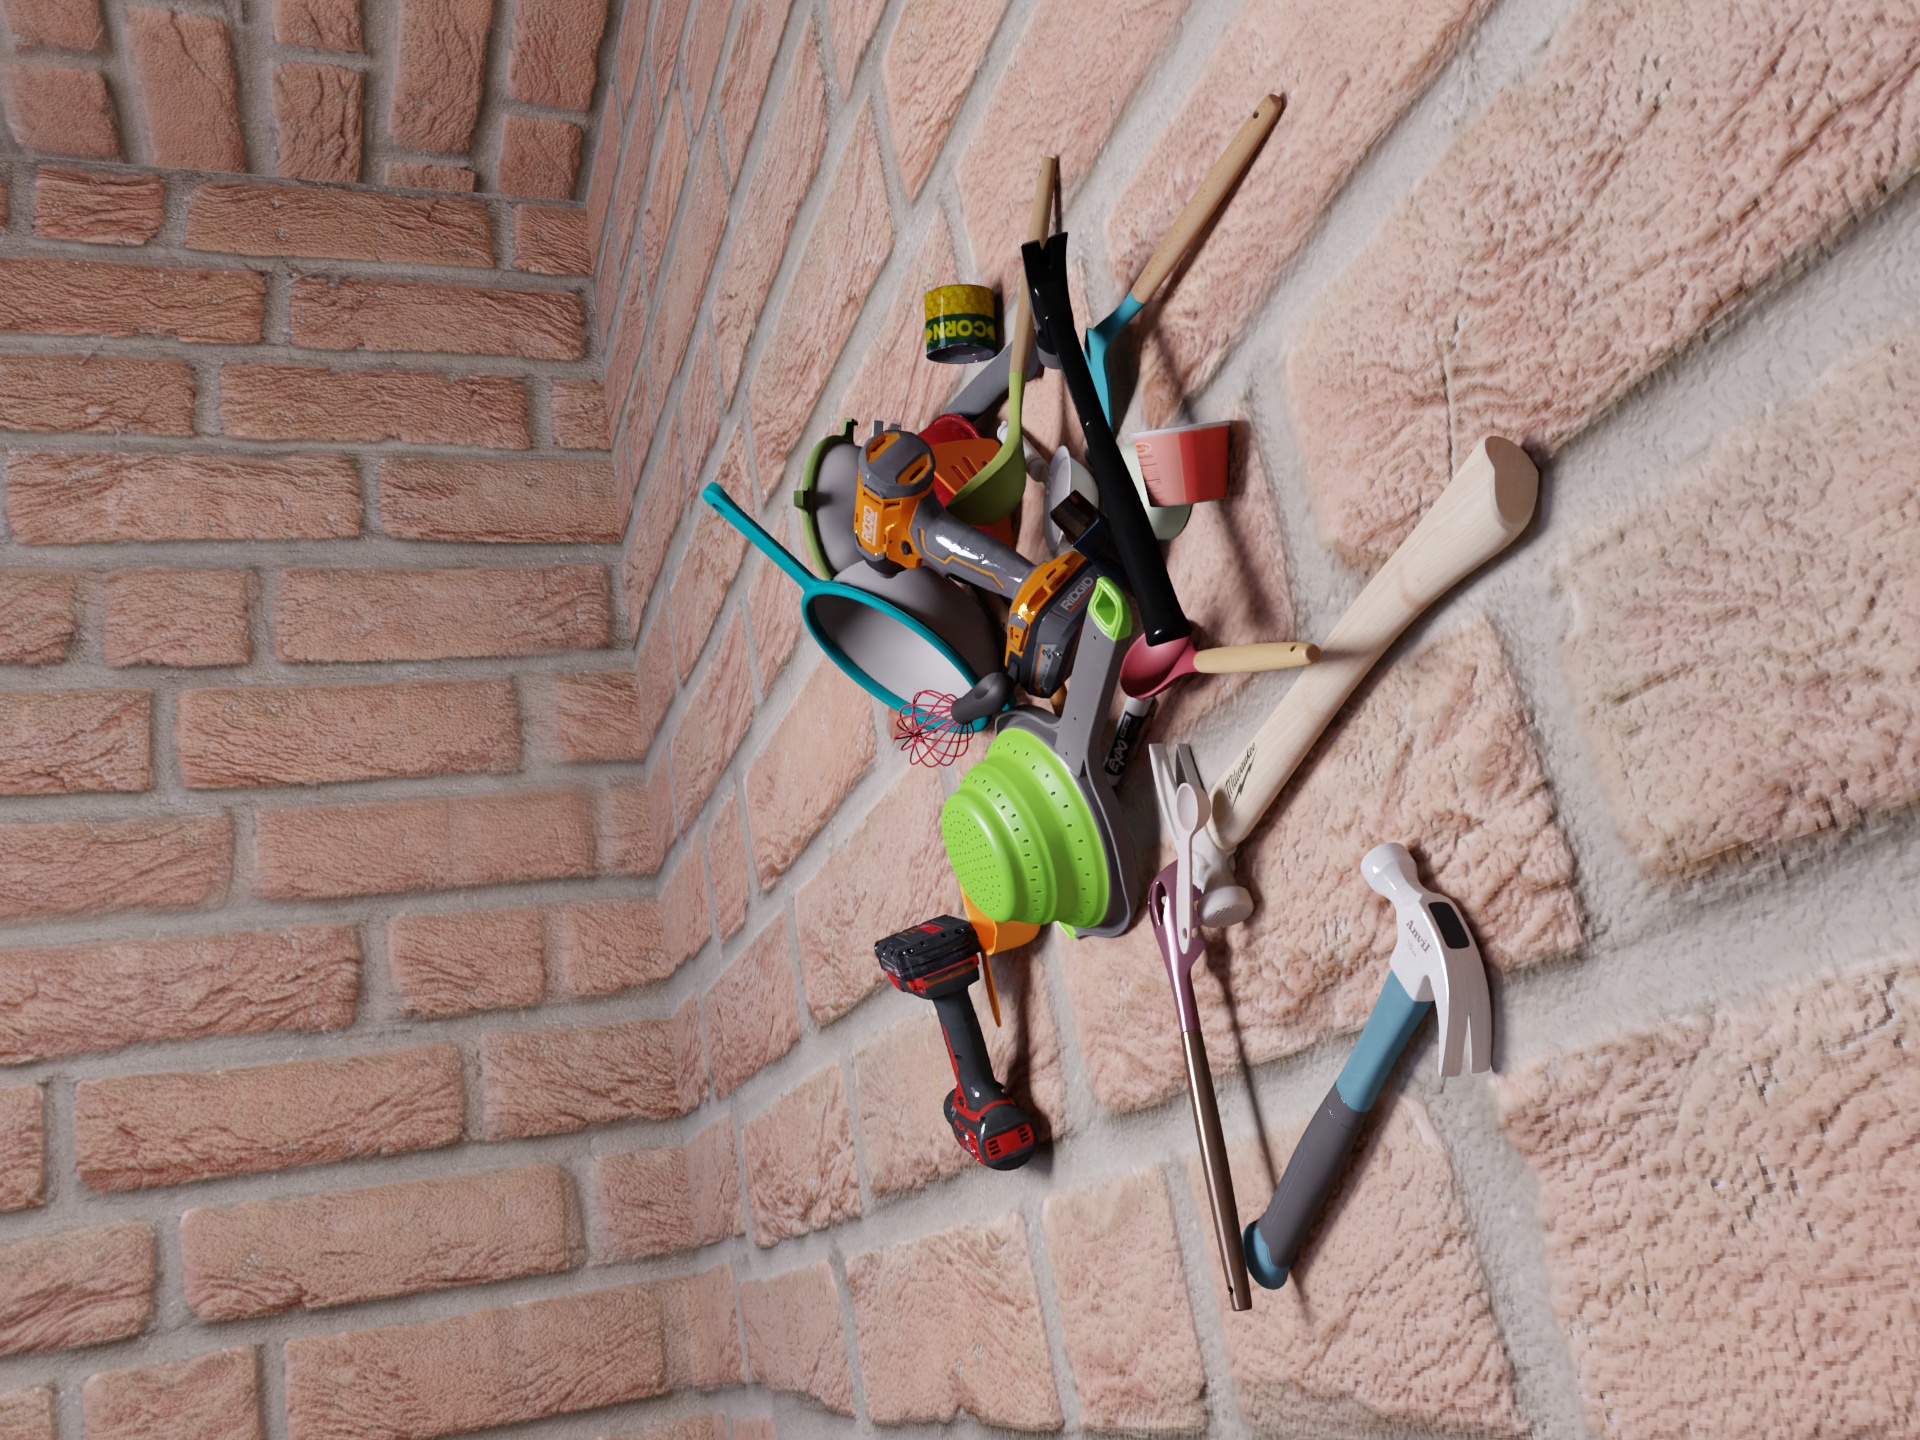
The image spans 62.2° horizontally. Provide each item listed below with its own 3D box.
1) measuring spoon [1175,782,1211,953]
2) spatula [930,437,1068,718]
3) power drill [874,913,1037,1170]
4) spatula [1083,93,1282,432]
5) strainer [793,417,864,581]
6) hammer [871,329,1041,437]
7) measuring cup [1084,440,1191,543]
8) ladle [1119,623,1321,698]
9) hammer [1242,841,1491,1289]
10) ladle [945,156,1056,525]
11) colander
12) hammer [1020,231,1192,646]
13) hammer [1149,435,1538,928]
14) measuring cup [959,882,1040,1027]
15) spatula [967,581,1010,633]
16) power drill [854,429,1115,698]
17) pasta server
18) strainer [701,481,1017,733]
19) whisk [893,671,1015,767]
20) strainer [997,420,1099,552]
[{"bbox_3d":[0.160,0.102,1.089,0.034,0.018,0.124,-138,45,-66],"label":"measuring spoon"},{"bbox_3d":[0.050,-0.106,1.369,0.041,0.081,0.323,-43,63,62],"label":"spatula"},{"bbox_3d":[-0.005,0.303,1.498,0.188,0.080,0.226,168,83,-76],"label":"power drill"},{"bbox_3d":[0.152,-0.328,1.160,0.317,0.044,0.082,-51,46,53],"label":"spatula"},{"bbox_3d":[-0.078,-0.165,1.587,0.152,0.069,0.256,-65,-36,-45],"label":"strainer"},{"bbox_3d":[-0.016,-0.287,1.560,0.409,0.036,0.149,153,122,-64],"label":"hammer"},{"bbox_3d":[0.121,-0.188,1.222,0.168,0.038,0.083,-138,50,-58],"label":"measuring cup"},{"bbox_3d":[0.169,-0.041,1.052,0.069,0.031,0.315,-59,10,-5],"label":"ladle"},{"bbox_3d":[0.237,0.238,0.981,0.128,0.033,0.330,-115,31,-47],"label":"hammer"},{"bbox_3d":[0.041,-0.320,1.335,0.078,0.062,0.320,179,100,-71],"label":"ladle"},{"bbox_3d":[0.056,0.046,1.223,0.205,0.094,0.396,54,154,30],"label":"colander"},{"bbox_3d":[0.101,-0.195,1.126,0.146,0.035,0.335,71,-177,-61],"label":"hammer"},{"bbox_3d":[0.223,-0.029,0.988,0.410,0.038,0.146,117,146,-50],"label":"hammer"},{"bbox_3d":[0.044,0.201,1.453,0.095,0.052,0.173,-136,34,-62],"label":"measuring cup"},{"bbox_3d":[0.000,-0.158,1.563,0.316,0.018,0.059,-122,40,-54],"label":"spatula"},{"bbox_3d":[0.007,-0.120,1.294,0.226,0.084,0.164,37,155,12],"label":"power drill"},{"bbox_3d":[0.173,0.244,1.110,0.060,0.040,0.316,128,138,-59],"label":"pasta server"},{"bbox_3d":[-0.086,-0.128,1.486,0.095,0.340,0.211,-54,15,-21],"label":"strainer"},{"bbox_3d":[-0.002,-0.004,1.367,0.296,0.073,0.073,150,116,-73],"label":"whisk"},{"bbox_3d":[0.071,-0.211,1.350,0.259,0.050,0.086,-117,33,-58],"label":"strainer"}]
